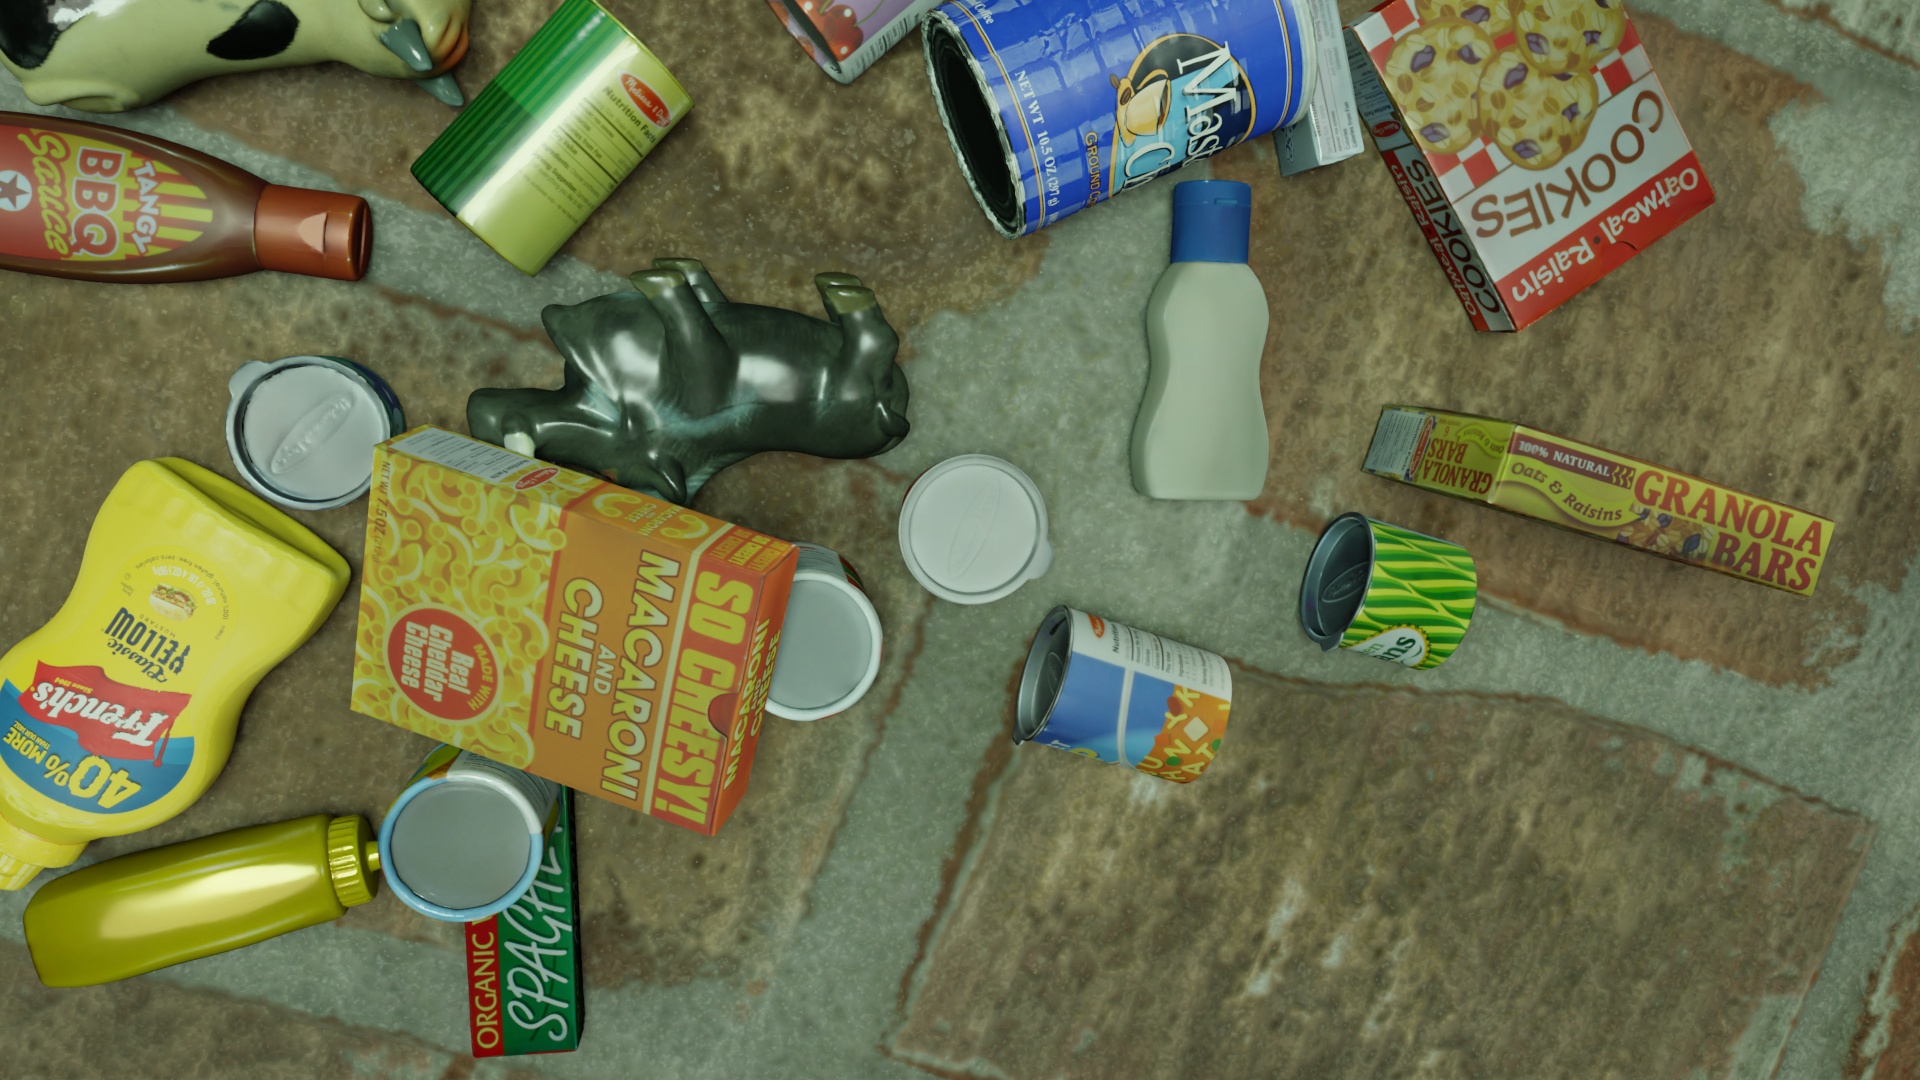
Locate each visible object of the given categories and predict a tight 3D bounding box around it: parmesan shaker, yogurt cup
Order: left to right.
[{"bbox_3d":[-0.173,-0.172,0.584,0.071,0.071,0.103,43,90,-12],"label":"parmesan shaker"},{"bbox_3d":[0.002,-0.008,0.644,0.072,0.054,0.072,-1,98,-9],"label":"yogurt cup"}]

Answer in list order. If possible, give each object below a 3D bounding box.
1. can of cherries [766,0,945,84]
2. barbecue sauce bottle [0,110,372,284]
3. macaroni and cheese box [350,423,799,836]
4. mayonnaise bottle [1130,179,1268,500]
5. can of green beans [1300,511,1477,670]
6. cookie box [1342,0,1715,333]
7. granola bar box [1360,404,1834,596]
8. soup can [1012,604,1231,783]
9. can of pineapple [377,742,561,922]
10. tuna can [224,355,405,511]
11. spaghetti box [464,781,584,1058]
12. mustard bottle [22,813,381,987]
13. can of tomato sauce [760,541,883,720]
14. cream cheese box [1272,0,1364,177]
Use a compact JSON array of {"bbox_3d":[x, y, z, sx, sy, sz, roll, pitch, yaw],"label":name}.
[{"bbox_3d":[-0.050,-0.243,0.597,0.058,0.071,0.071,-41,102,-1],"label":"can of cherries"},{"bbox_3d":[-0.327,-0.136,0.576,0.149,0.044,0.064,6,96,-11],"label":"barbecue sauce bottle"},{"bbox_3d":[-0.160,0.037,0.566,0.166,0.040,0.123,18,112,8],"label":"macaroni and cheese box"},{"bbox_3d":[0.116,-0.094,0.660,0.065,0.041,0.148,1,96,-11],"label":"mayonnaise bottle"},{"bbox_3d":[0.208,0.025,0.678,0.058,0.071,0.071,16,95,-12],"label":"can of green beans"},{"bbox_3d":[0.271,-0.202,0.670,0.123,0.040,0.167,-34,102,-4],"label":"cookie box"},{"bbox_3d":[0.295,-0.023,0.656,0.166,0.124,0.039,15,97,-11],"label":"granola bar box"},{"bbox_3d":[0.076,0.076,0.663,0.084,0.071,0.071,18,95,-12],"label":"soup can"},{"bbox_3d":[-0.209,0.123,0.593,0.071,0.058,0.071,-1,98,-8],"label":"can of pineapple"},{"bbox_3d":[-0.280,-0.049,0.601,0.071,0.033,0.071,-1,98,-10],"label":"tuna can"},{"bbox_3d":[-0.204,0.117,0.639,0.050,0.029,0.249,-1,98,-8],"label":"spaghetti box"},{"bbox_3d":[-0.312,0.151,0.609,0.160,0.065,0.048,-12,96,-13],"label":"mustard bottle"},{"bbox_3d":[-0.070,0.041,0.623,0.071,0.083,0.071,-1,98,-9],"label":"can of tomato sauce"},{"bbox_3d":[0.157,-0.224,0.642,0.024,0.053,0.103,-15,100,-5],"label":"cream cheese box"}]
